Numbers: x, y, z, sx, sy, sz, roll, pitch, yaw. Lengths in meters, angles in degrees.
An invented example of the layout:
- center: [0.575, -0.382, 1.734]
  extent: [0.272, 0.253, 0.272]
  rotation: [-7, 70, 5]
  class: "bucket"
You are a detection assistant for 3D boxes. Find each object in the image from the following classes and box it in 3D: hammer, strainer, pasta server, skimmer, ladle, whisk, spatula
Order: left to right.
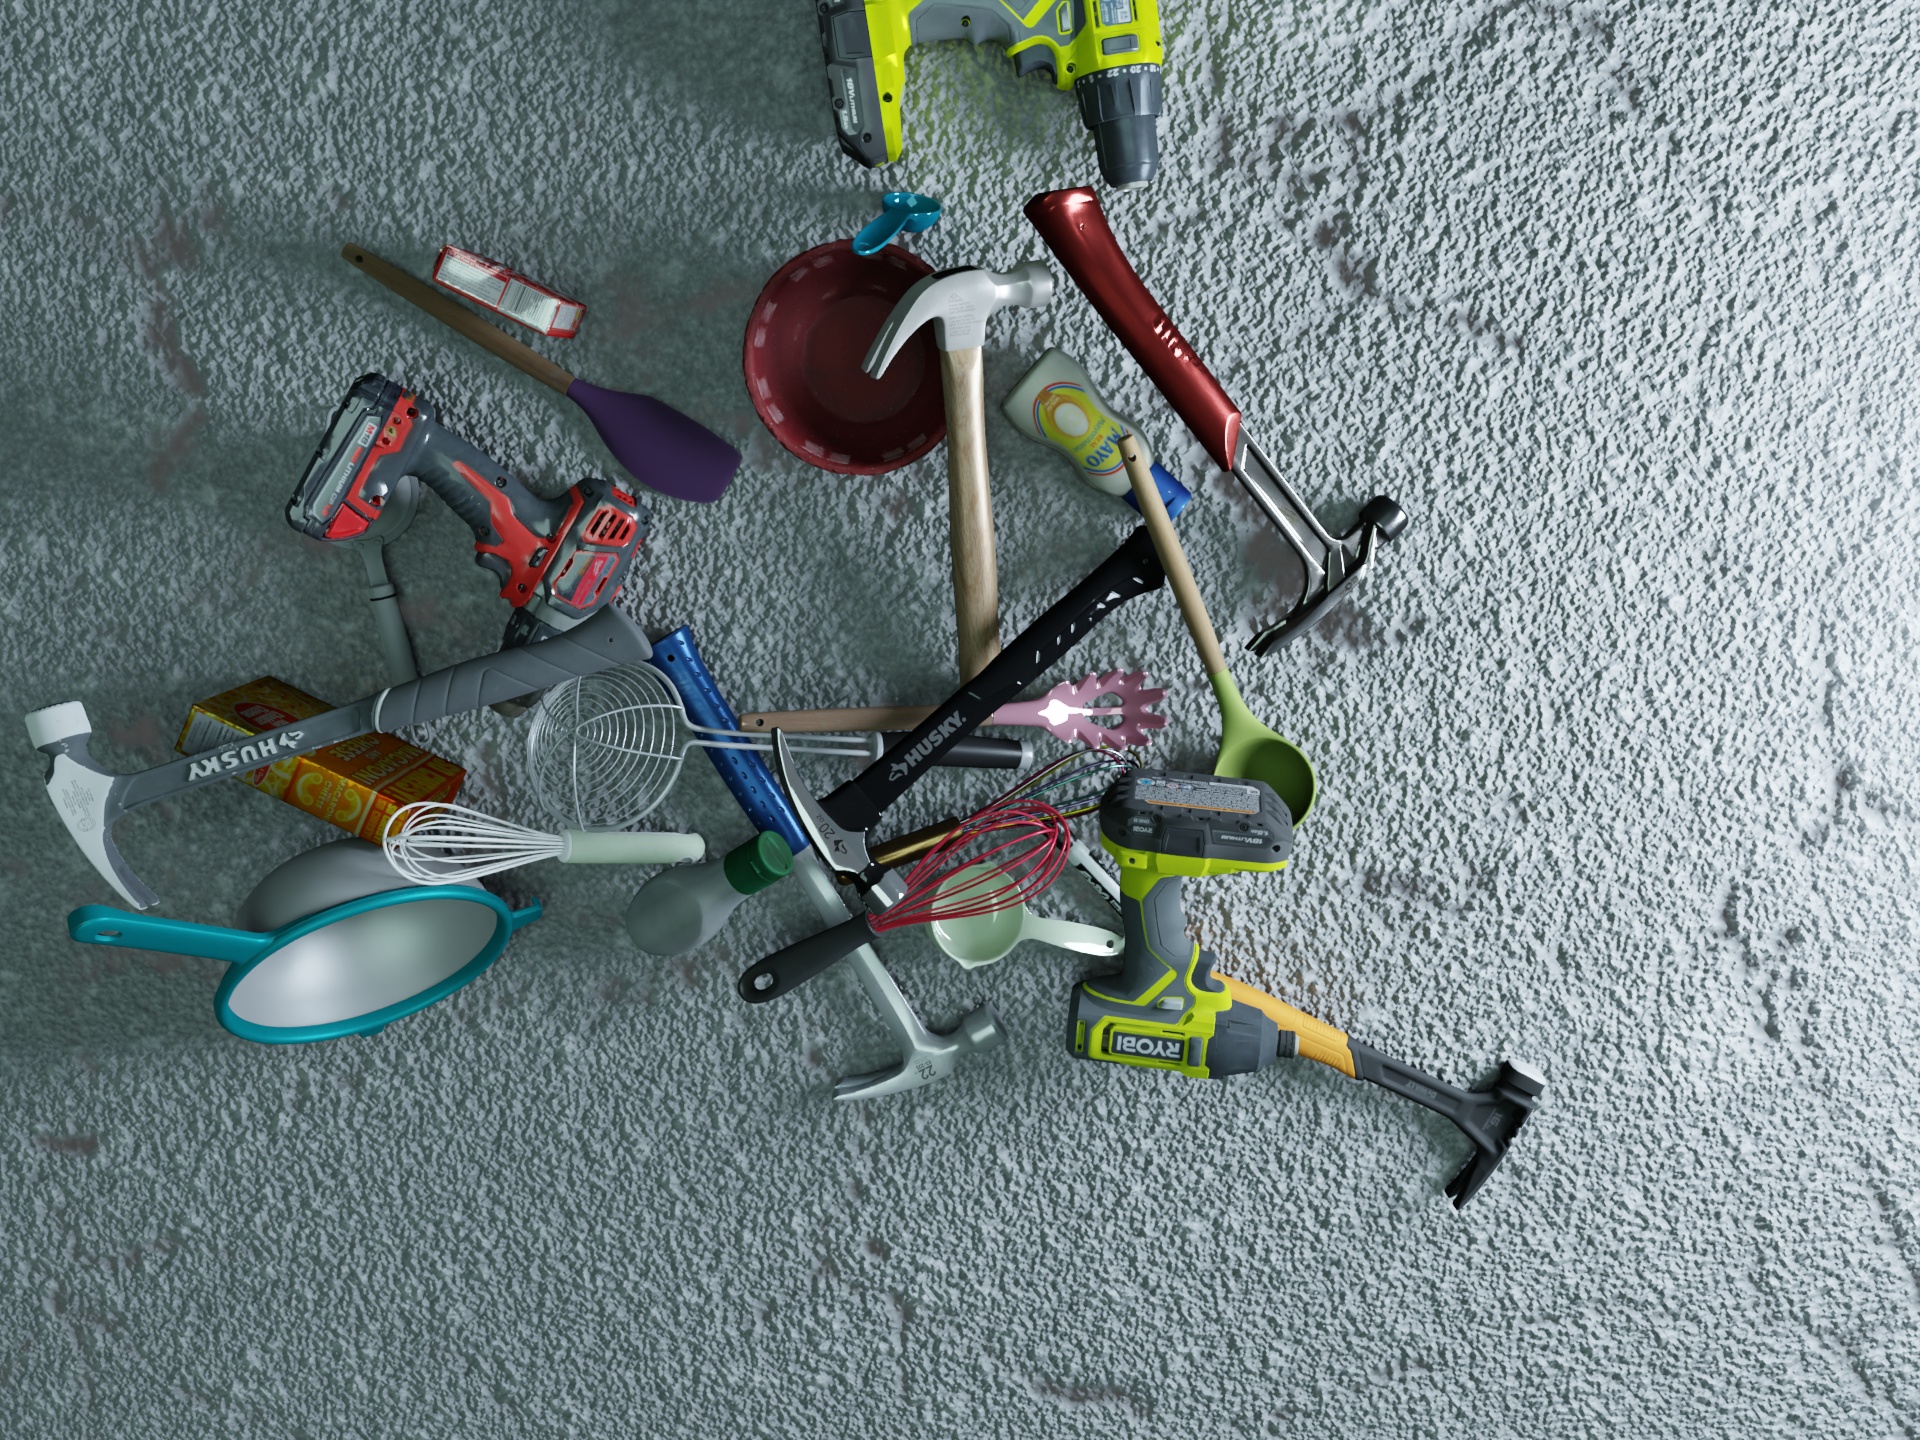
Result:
- center: [-0.475, 0.133, 1.119]
  extent: [0.211, 0.340, 0.095]
  rotation: [-35, 64, 14]
  class: "strainer"
- center: [-0.410, 0.004, 1.083]
  extent: [0.409, 0.036, 0.149]
  rotation: [-18, 95, -3]
  class: "hammer"
- center: [-0.430, -0.103, 1.178]
  extent: [0.087, 0.050, 0.258]
  rotation: [-13, 106, -11]
  class: "strainer"
- center: [-0.306, -0.253, 1.153]
  extent: [0.316, 0.018, 0.059]
  rotation: [32, 102, -7]
  class: "spatula"
- center: [-0.295, 0.090, 1.154]
  extent: [0.246, 0.058, 0.059]
  rotation: [5, 70, -39]
  class: "whisk"
- center: [-0.129, 0.023, 1.170]
  extent: [0.363, 0.090, 0.127]
  rotation: [3, 72, -20]
  class: "skimmer"
- center: [-0.126, 0.113, 1.220]
  extent: [0.144, 0.035, 0.405]
  rotation: [-30, 100, 7]
  class: "hammer"
- center: [-0.047, 0.141, 1.166]
  extent: [0.296, 0.073, 0.073]
  rotation: [-29, 101, 20]
  class: "whisk"
- center: [-0.002, -0.004, 1.149]
  extent: [0.316, 0.040, 0.060]
  rotation: [-2, 88, -18]
  class: "pasta server"
- center: [0.005, -0.150, 1.122]
  extent: [0.130, 0.031, 0.331]
  rotation: [-12, 117, -17]
  class: "hammer"
- center: [0.017, -0.026, 1.125]
  extent: [0.335, 0.035, 0.146]
  rotation: [-41, 98, -12]
  class: "hammer"
- center: [0.021, 0.072, 1.195]
  extent: [0.245, 0.051, 0.047]
  rotation: [-20, 78, -1]
  class: "whisk"
- center: [0.159, -0.214, 1.100]
  extent: [0.149, 0.037, 0.358]
  rotation: [-43, 110, 0]
  class: "hammer"
- center: [0.177, -0.055, 1.144]
  extent: [0.078, 0.062, 0.320]
  rotation: [-21, 110, 10]
  class: "ladle"
- center: [0.282, 0.261, 1.246]
  extent: [0.337, 0.034, 0.127]
  rotation: [26, 100, -4]
  class: "hammer"

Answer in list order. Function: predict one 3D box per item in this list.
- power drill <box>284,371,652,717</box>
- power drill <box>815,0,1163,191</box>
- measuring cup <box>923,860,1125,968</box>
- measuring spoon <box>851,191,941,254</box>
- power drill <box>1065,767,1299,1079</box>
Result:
- center: [-0.357, -0.121, 1.131]
  extent: [0.226, 0.080, 0.188]
  rotation: [28, 99, -23]
  class: "power drill"
- center: [0.025, -0.446, 1.077]
  extent: [0.228, 0.080, 0.190]
  rotation: [-9, 102, 0]
  class: "power drill"
- center: [0.049, 0.158, 1.230]
  extent: [0.167, 0.038, 0.083]
  rotation: [15, 84, -20]
  class: "measuring cup"
- center: [-0.049, -0.331, 1.083]
  extent: [0.042, 0.129, 0.021]
  rotation: [18, 127, 9]
  class: "measuring spoon"
- center: [0.171, 0.156, 1.164]
  extent: [0.171, 0.080, 0.223]
  rotation: [6, 112, 7]
  class: "power drill"
